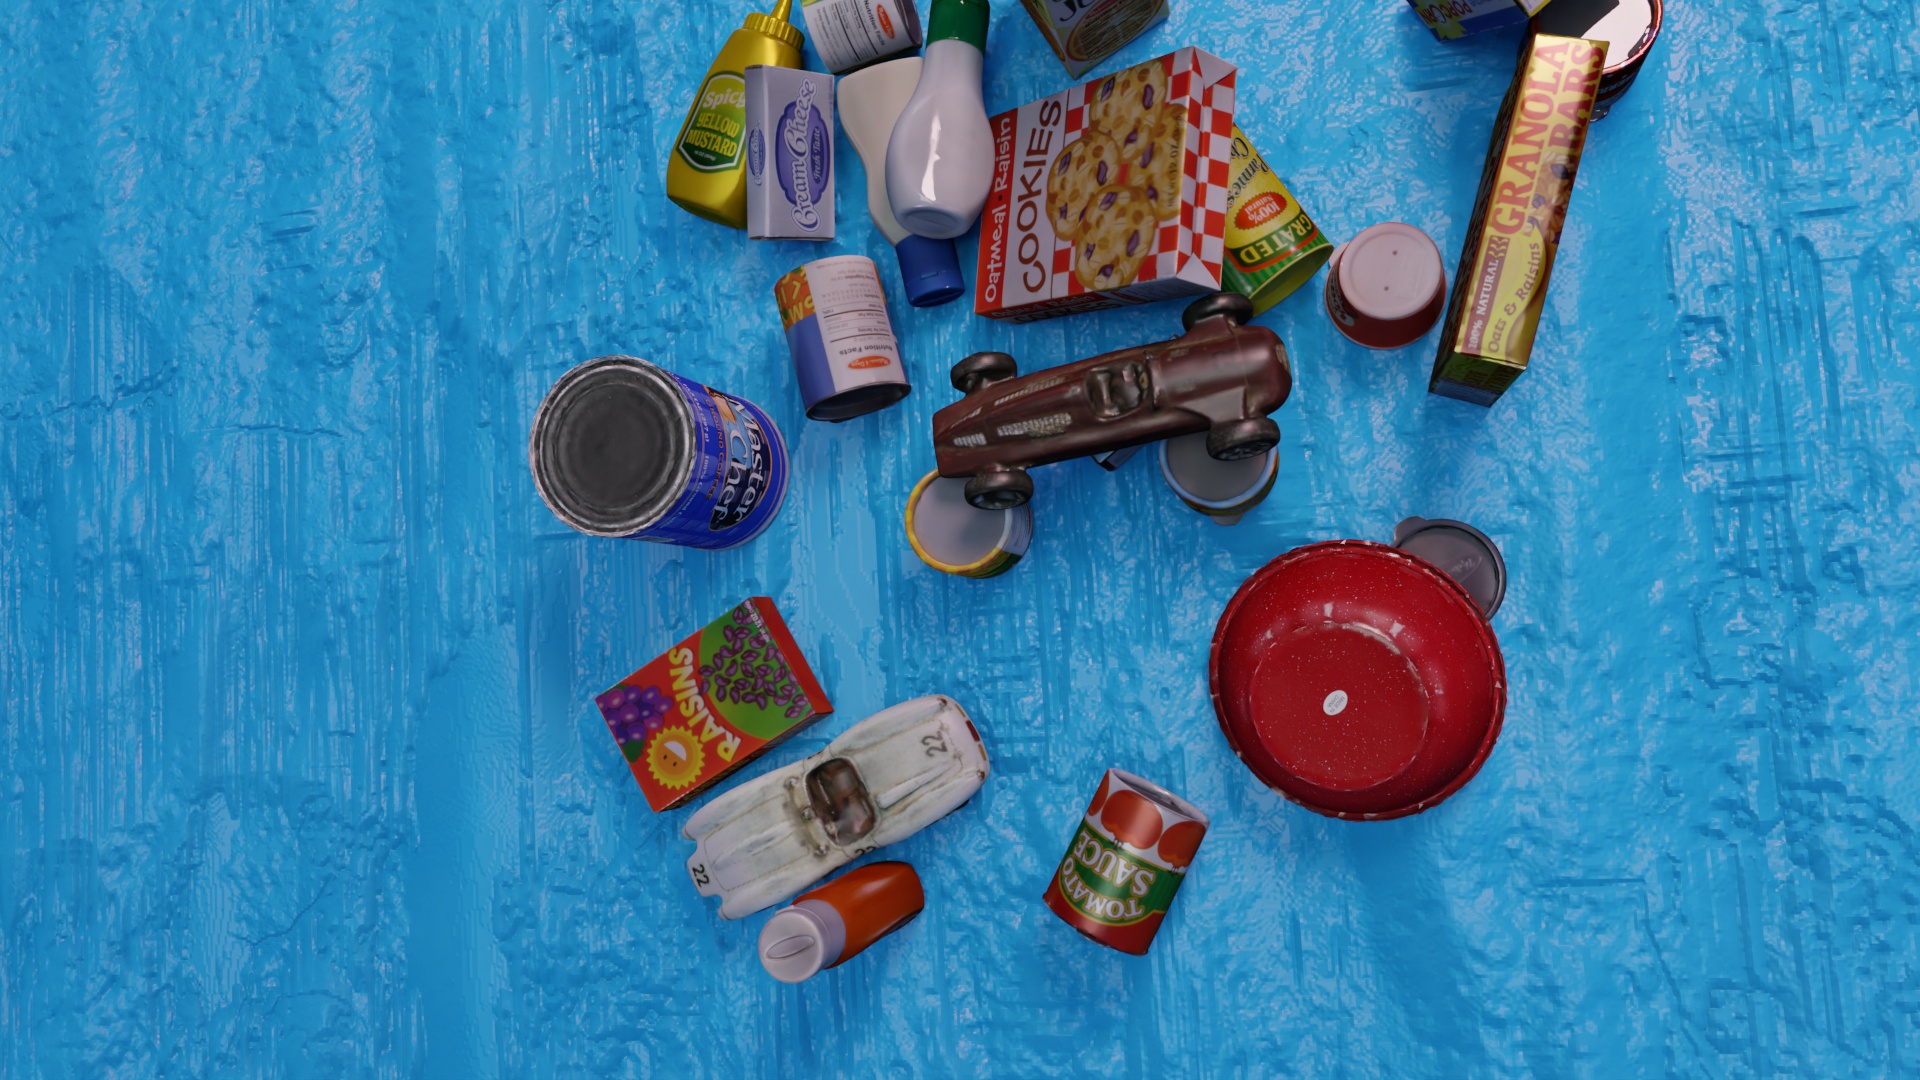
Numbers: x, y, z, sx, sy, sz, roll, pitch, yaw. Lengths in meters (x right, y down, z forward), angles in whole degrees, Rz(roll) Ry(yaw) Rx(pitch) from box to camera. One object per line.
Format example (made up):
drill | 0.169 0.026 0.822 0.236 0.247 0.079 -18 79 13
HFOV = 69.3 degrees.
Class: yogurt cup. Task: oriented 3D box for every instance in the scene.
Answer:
yogurt cup | 0.240 -0.145 0.779 0.072 0.054 0.072 -1 87 13

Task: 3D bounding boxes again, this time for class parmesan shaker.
parmesan shaker | 0.153 -0.185 0.796 0.071 0.071 0.103 -36 79 9

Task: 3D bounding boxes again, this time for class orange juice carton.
orange juice carton | 0.059 -0.338 0.767 0.073 0.192 0.072 -33 78 9

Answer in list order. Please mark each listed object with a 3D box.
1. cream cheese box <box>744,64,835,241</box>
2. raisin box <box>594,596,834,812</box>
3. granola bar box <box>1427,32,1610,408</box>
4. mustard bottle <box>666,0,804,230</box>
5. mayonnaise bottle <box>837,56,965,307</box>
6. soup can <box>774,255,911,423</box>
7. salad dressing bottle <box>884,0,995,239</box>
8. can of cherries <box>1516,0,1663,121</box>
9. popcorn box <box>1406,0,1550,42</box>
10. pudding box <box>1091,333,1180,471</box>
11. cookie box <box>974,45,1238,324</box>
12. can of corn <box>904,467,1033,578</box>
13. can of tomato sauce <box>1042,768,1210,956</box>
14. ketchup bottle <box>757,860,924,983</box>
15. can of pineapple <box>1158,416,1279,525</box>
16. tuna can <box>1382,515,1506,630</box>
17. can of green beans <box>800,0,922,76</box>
cream cheese box | -0.105 -0.238 0.859 0.024 0.053 0.103 13 106 47
raisin box | -0.154 0.102 0.867 0.123 0.040 0.086 -33 80 8
granola bar box | 0.289 -0.162 0.732 0.039 0.124 0.165 14 89 13
mustard bottle | -0.135 -0.282 0.885 0.065 0.049 0.160 20 91 18
mayonnaise bottle | -0.032 -0.220 0.859 0.065 0.041 0.148 -14 84 6
soup can | -0.074 -0.122 0.851 0.071 0.071 0.084 -18 81 12
salad dressing bottle | -0.008 -0.255 0.823 0.064 0.044 0.148 12 75 -18
can of cherries | 0.344 -0.273 0.760 0.071 0.058 0.071 -1 85 14
popcorn box | 0.299 -0.313 0.739 0.085 0.127 0.038 -42 103 8
pudding box | 0.107 -0.079 0.809 0.083 0.049 0.030 -41 76 9
cookie box | 0.077 -0.193 0.784 0.167 0.040 0.123 1 85 52
can of corn | 0.003 -0.010 0.825 0.071 0.058 0.071 -1 86 14
can of tomato sauce | 0.093 0.180 0.783 0.071 0.071 0.083 27 92 14
ketchup bottle | -0.069 0.213 0.780 0.064 0.149 0.043 -23 80 12
can of pineapple | 0.149 -0.046 0.792 0.071 0.058 0.071 -1 86 14
tuna can | 0.265 0.020 0.771 0.071 0.033 0.071 -1 86 14
can of green beans | -0.062 -0.329 0.861 0.058 0.071 0.071 -15 83 13
